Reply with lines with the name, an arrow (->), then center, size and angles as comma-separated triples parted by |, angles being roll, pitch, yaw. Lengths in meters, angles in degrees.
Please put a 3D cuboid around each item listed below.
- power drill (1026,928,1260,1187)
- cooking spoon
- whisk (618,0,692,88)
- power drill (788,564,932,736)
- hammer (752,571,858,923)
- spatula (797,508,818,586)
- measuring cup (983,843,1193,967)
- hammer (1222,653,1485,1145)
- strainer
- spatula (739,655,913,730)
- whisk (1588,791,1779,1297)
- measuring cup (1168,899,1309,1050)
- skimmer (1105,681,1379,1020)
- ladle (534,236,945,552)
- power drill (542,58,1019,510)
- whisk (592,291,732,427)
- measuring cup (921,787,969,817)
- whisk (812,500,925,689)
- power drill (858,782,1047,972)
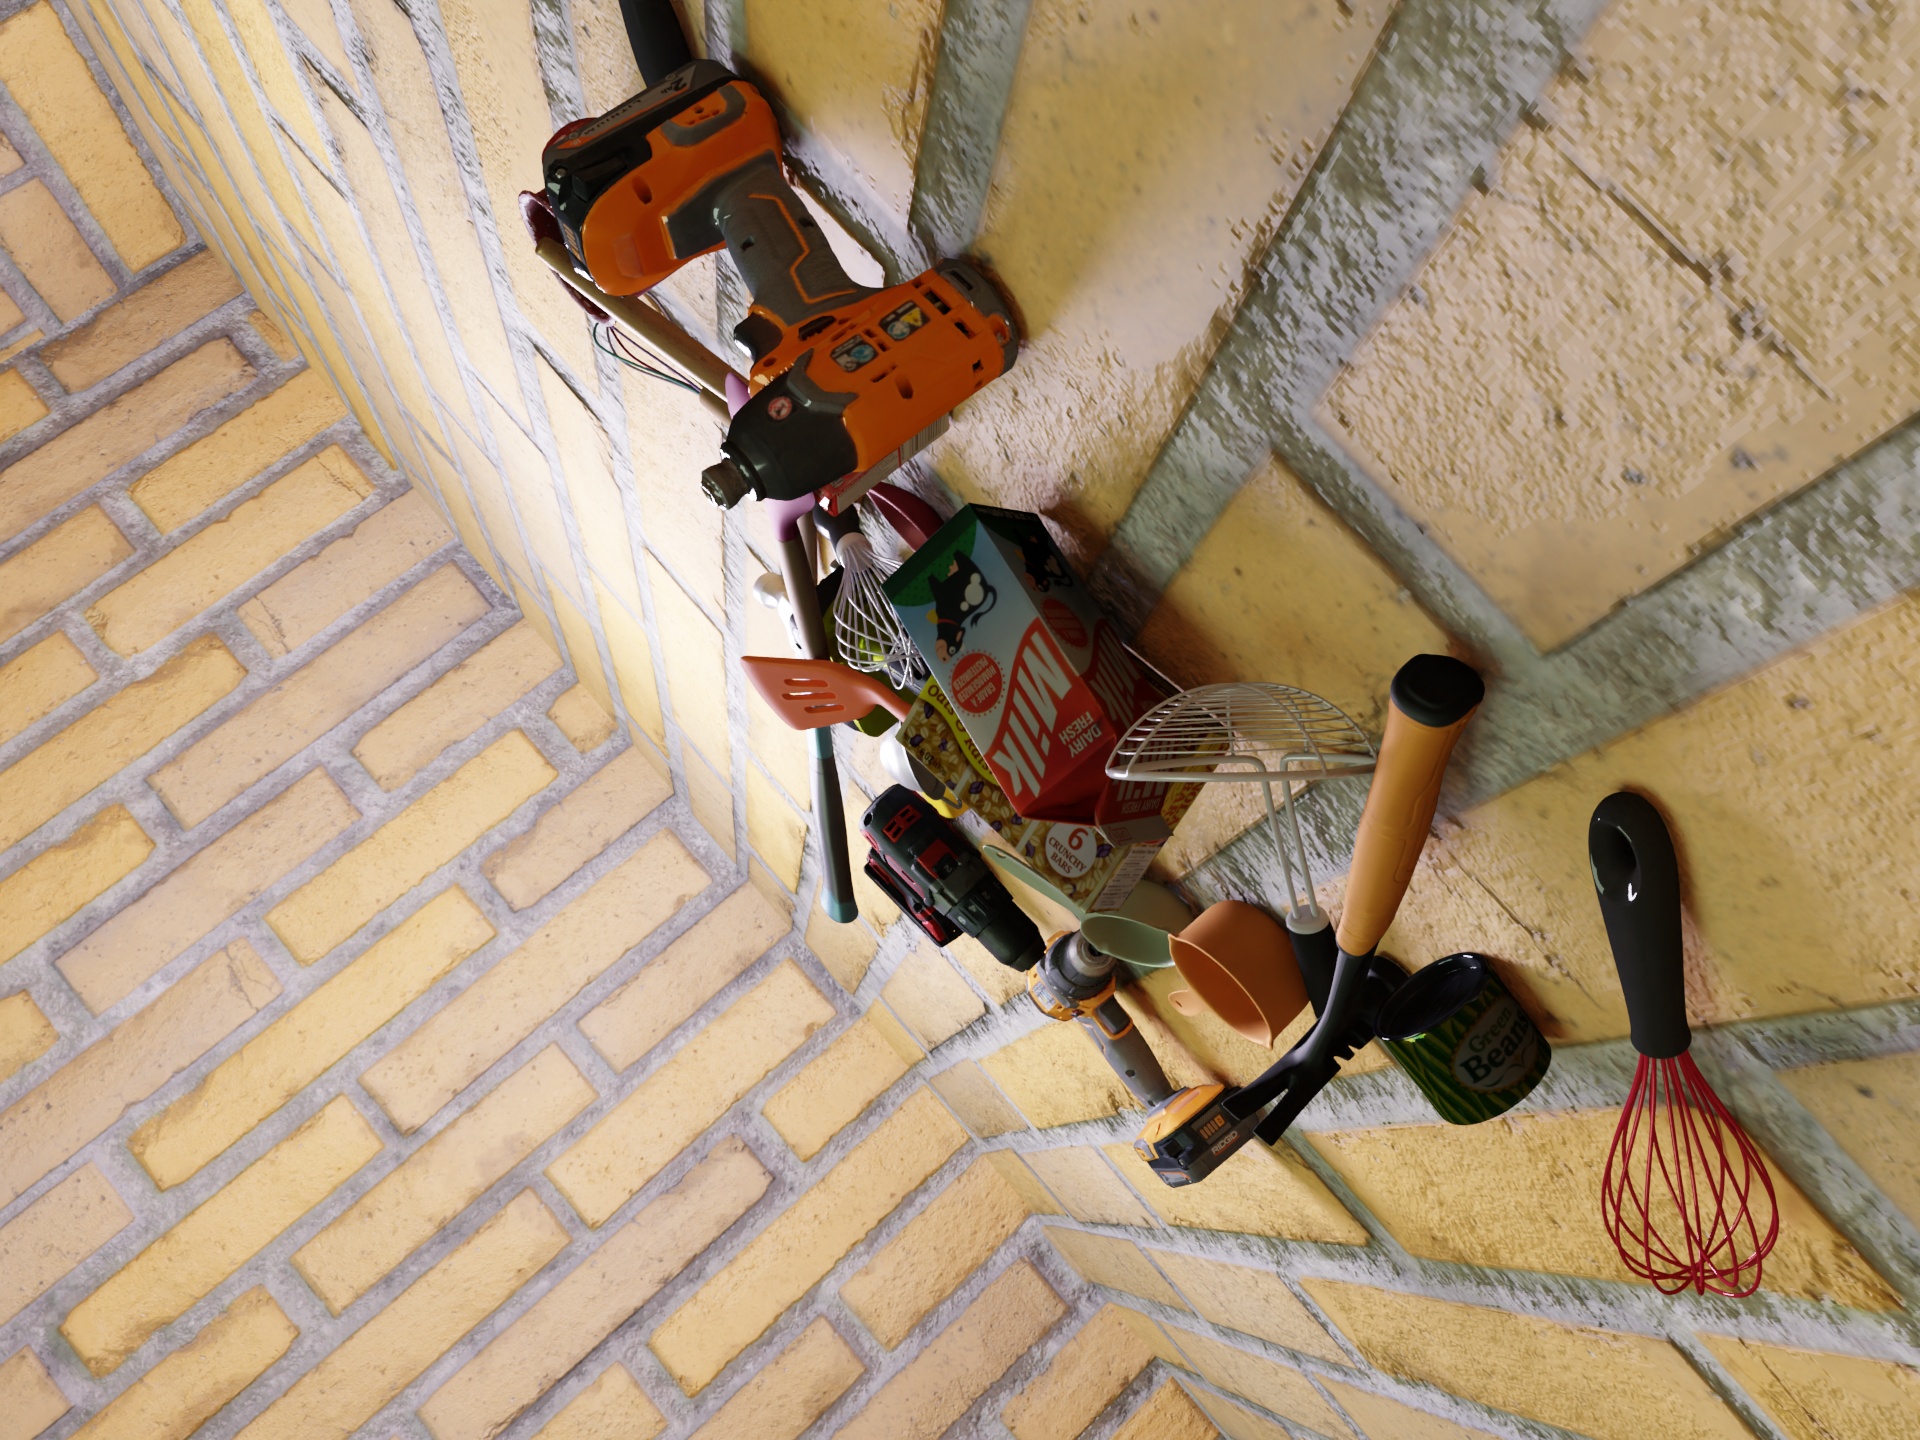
power drill -> 0.145, 0.268, 1.312 | 0.226, 0.084, 0.185 | 52, 163, 12
cooking spoon -> -0.099, -0.098, 0.936 | 0.069, 0.017, 0.318 | 47, 165, 20
whisk -> -0.167, -0.379, 0.764 | 0.055, 0.055, 0.238 | 43, 166, 24
power drill -> -0.002, -0.003, 1.089 | 0.229, 0.080, 0.190 | 31, 155, 37
hammer -> -0.122, 0.038, 1.406 | 0.128, 0.033, 0.330 | 35, 138, 46
spatula -> -0.113, -0.169, 1.131 | 0.060, 0.018, 0.315 | 49, 163, 15
measuring cup -> 0.088, 0.115, 1.090 | 0.167, 0.038, 0.083 | 33, 151, -17
hammer -> 0.189, 0.089, 0.749 | 0.034, 0.127, 0.336 | 39, 155, 28
strainer -> -0.058, -0.029, 1.234 | 0.087, 0.050, 0.258 | -82, -23, -56
spatula -> -0.012, 0.016, 0.990 | 0.323, 0.041, 0.080 | 23, 156, 40
whisk -> 0.298, 0.148, 0.673 | 0.073, 0.073, 0.295 | 28, 147, 53
measuring cup -> 0.176, 0.166, 1.044 | 0.095, 0.052, 0.173 | 48, 166, 7
skimmer -> 0.171, 0.098, 0.833 | 0.127, 0.090, 0.362 | -2, 142, 20
ladle -> -0.111, -0.175, 0.914 | 0.315, 0.031, 0.069 | 34, -179, -35
power drill -> -0.104, -0.205, 0.769 | 0.227, 0.164, 0.084 | 46, 164, 21
whisk -> -0.188, -0.239, 1.111 | 0.245, 0.051, 0.047 | 43, 156, 33
measuring cup -> -0.022, 0.071, 1.399 | 0.062, 0.029, 0.156 | 49, 162, 7
whisk -> -0.059, -0.094, 0.992 | 0.070, 0.070, 0.285 | 59, -179, -28
power drill -> -0.007, 0.146, 1.383 | 0.188, 0.080, 0.226 | 45, 171, 5
